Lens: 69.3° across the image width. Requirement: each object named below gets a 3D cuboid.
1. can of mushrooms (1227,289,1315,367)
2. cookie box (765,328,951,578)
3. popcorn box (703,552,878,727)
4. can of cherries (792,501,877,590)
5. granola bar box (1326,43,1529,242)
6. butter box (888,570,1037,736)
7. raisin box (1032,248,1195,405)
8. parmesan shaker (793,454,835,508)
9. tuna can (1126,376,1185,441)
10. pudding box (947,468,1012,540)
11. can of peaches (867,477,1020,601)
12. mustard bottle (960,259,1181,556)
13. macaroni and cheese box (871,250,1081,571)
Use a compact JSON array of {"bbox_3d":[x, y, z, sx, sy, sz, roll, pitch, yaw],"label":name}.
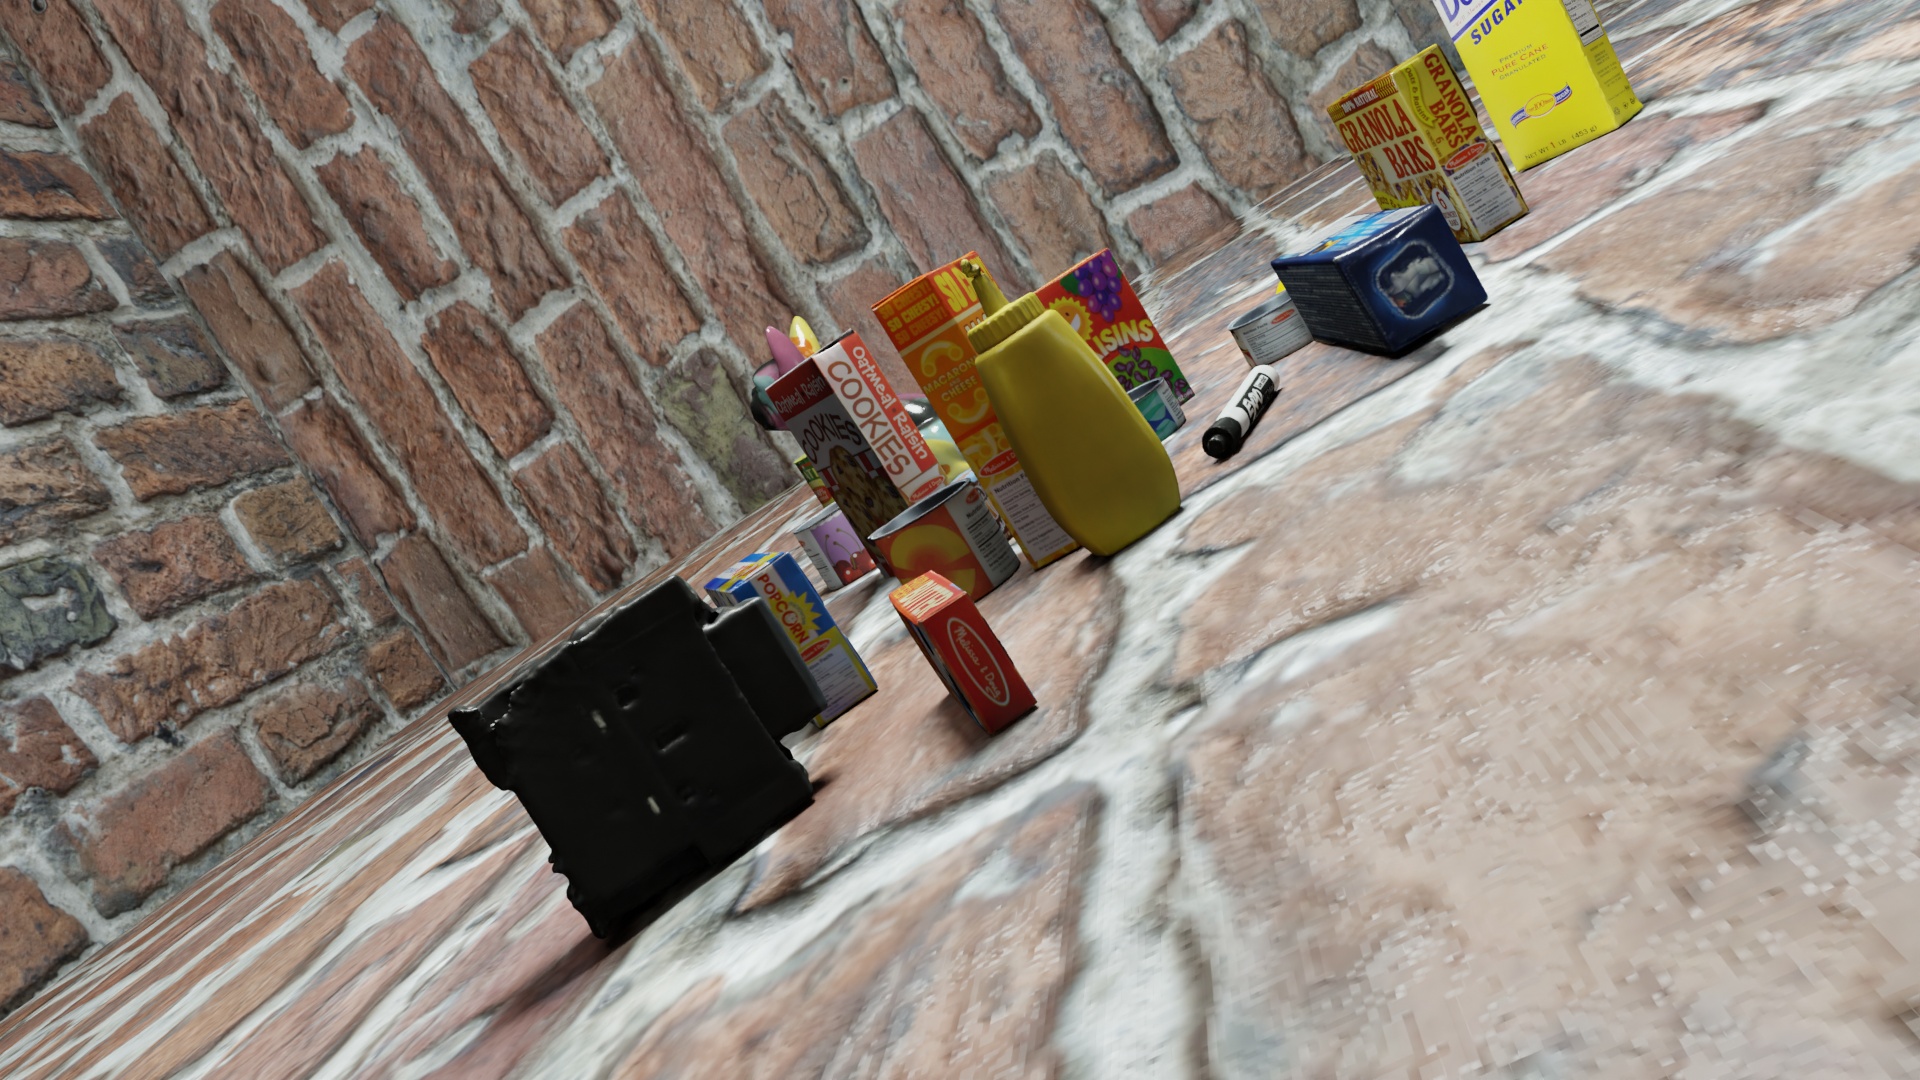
[{"bbox_3d":[0.219,-0.148,0.946,0.071,0.033,0.071,-31,8,5],"label":"can of mushrooms"},{"bbox_3d":[-0.063,-0.057,0.976,0.040,0.167,0.122,-35,9,-22],"label":"cookie box"},{"bbox_3d":[-0.095,0.050,0.751,0.038,0.085,0.126,-34,8,-14],"label":"popcorn box"},{"bbox_3d":[-0.092,-0.002,1.140,0.071,0.058,0.071,-31,8,5],"label":"can of cherries"},{"bbox_3d":[0.319,-0.267,0.963,0.039,0.124,0.166,-31,8,6],"label":"granola bar box"},{"bbox_3d":[-0.002,0.043,0.566,0.024,0.053,0.103,-33,8,-6],"label":"butter box"},{"bbox_3d":[0.097,-0.132,0.984,0.086,0.123,0.040,-35,8,-20],"label":"raisin box"},{"bbox_3d":[-0.090,-0.043,1.221,0.071,0.103,0.071,-31,8,5],"label":"parmesan shaker"},{"bbox_3d":[0.112,-0.077,0.923,0.071,0.033,0.071,-31,8,5],"label":"tuna can"},{"bbox_3d":[0.003,-0.011,0.876,0.030,0.049,0.084,-26,10,37],"label":"pudding box"},{"bbox_3d":[-0.010,0.006,0.793,0.071,0.058,0.071,-31,8,5],"label":"can of peaches"},{"bbox_3d":[0.046,-0.071,0.685,0.065,0.160,0.049,-33,8,-5],"label":"mustard bottle"},{"bbox_3d":[0.025,-0.079,0.786,0.040,0.166,0.124,-29,8,20],"label":"macaroni and cheese box"}]
